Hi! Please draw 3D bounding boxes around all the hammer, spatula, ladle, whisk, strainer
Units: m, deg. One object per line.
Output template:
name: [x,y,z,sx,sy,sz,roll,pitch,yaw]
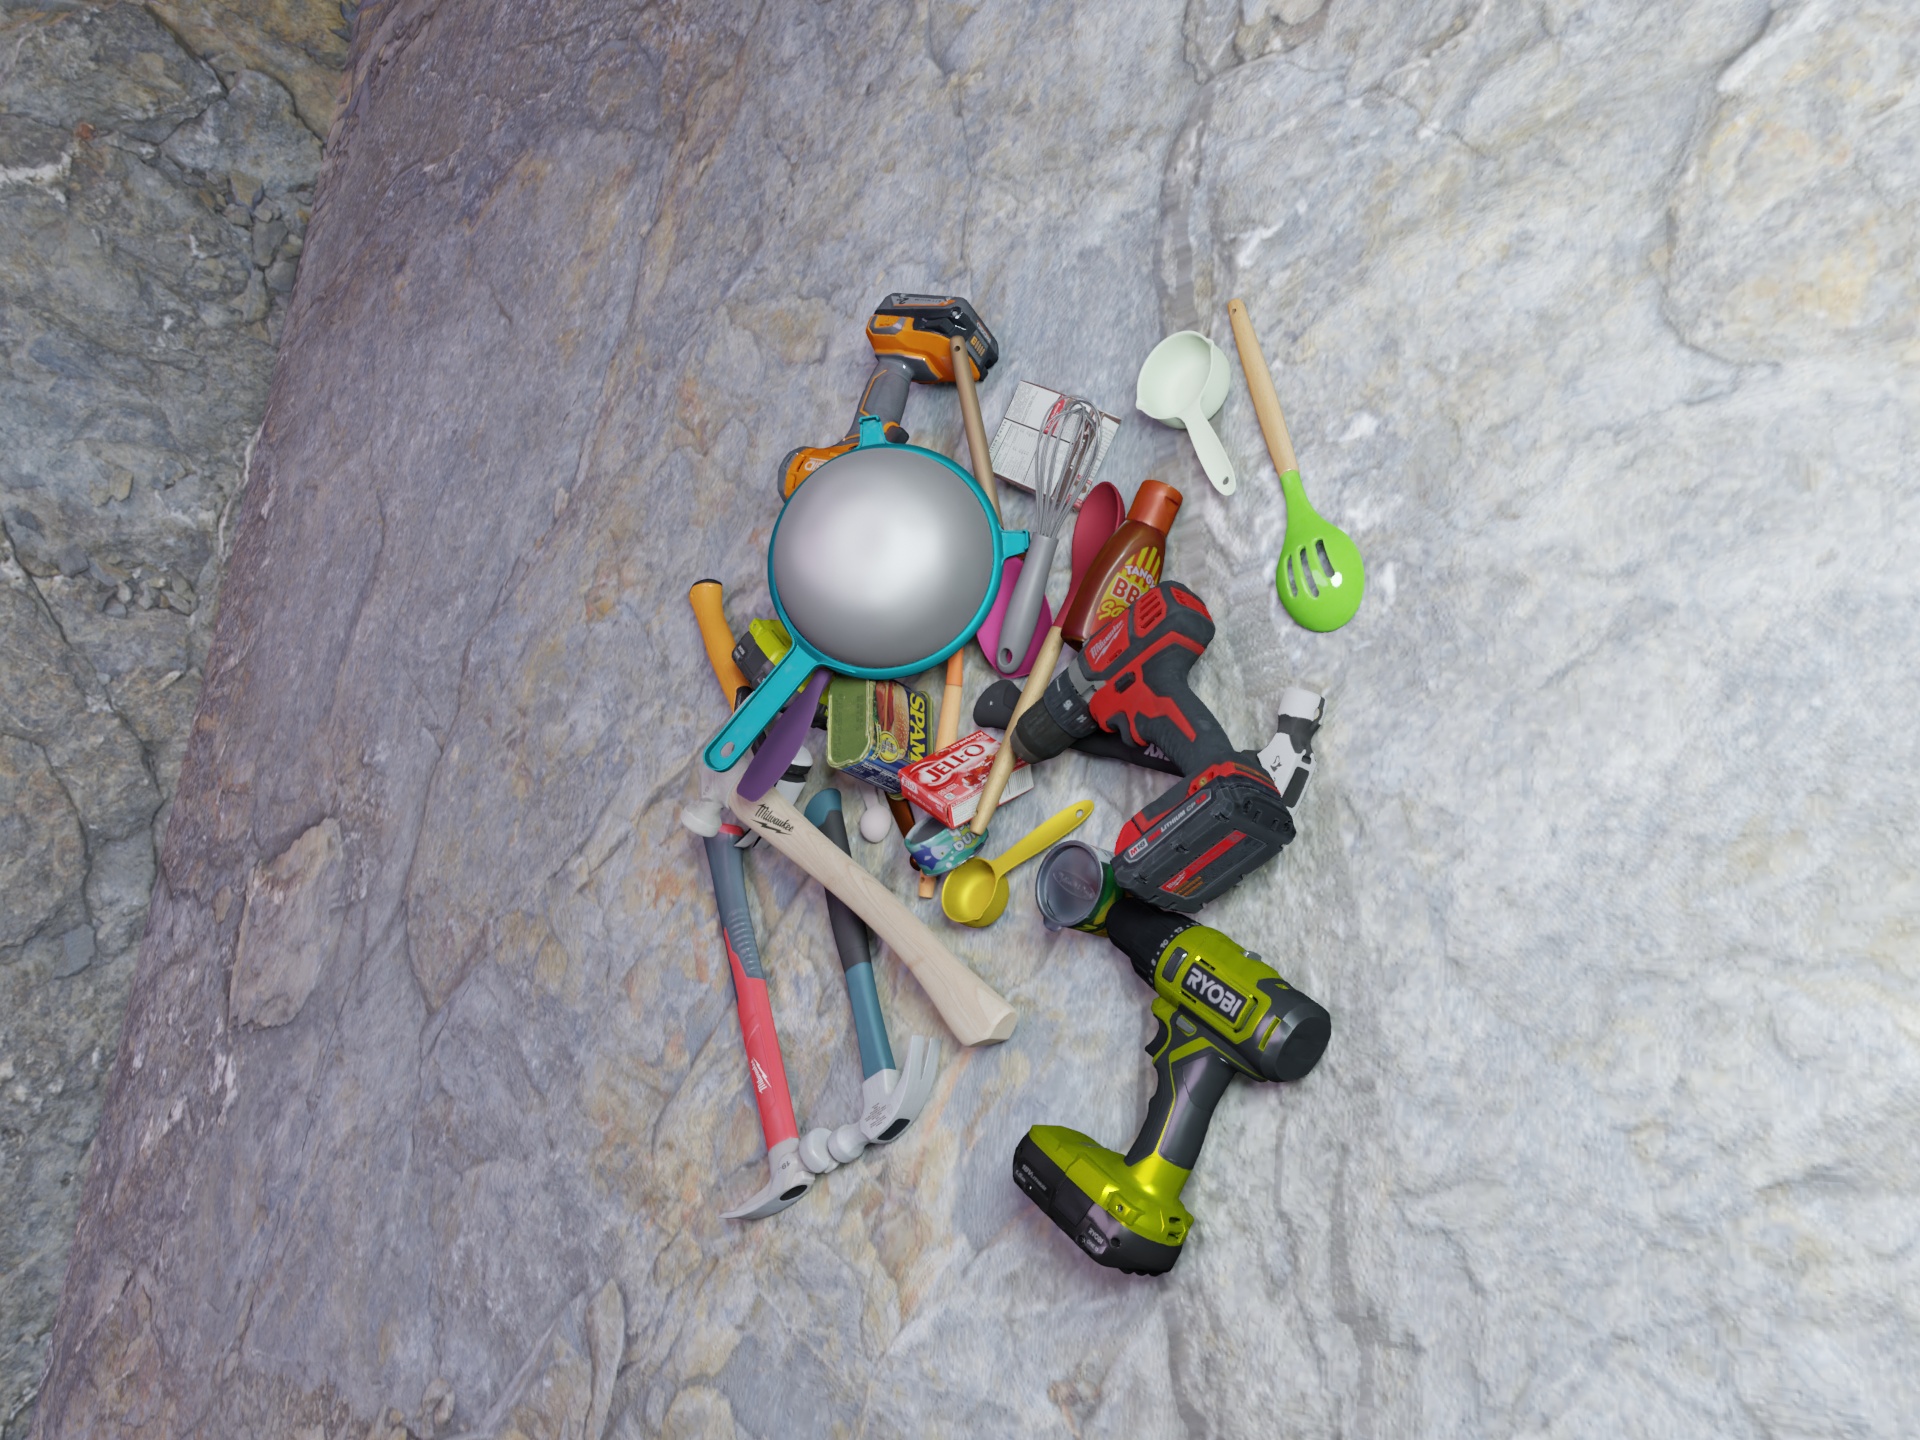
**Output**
hammer: [-0.094,0.208,1.402,0.128,0.033,0.331,-38,51,31]
spatula: [-0.002,-0.004,1.398,0.081,0.041,0.323,1,80,44]
hammer: [-0.205,0.266,1.491,0.143,0.038,0.387,-41,49,30]
hammer: [0.127,0.023,1.243,0.335,0.035,0.146,16,86,48]
spatula: [-0.105,-0.064,1.411,0.060,0.018,0.316,19,76,54]
ladle: [0.071,-0.051,1.295,0.069,0.031,0.315,-6,59,63]
whisk: [0.068,-0.153,1.327,0.055,0.055,0.239,28,106,47]
hammer: [-0.092,0.131,1.363,0.411,0.038,0.146,37,104,36]
hammer: [-0.228,-0.025,1.619,0.127,0.034,0.337,-59,39,31]
strainer: [-0.114,-0.096,1.342,0.211,0.095,0.340,39,88,13]

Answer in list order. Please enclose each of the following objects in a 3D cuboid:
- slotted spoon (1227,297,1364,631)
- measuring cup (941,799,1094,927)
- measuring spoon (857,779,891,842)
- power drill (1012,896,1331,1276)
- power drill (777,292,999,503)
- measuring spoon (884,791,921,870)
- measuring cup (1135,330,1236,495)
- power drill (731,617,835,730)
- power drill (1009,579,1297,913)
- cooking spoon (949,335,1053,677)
slotted spoon: [0.244,-0.206,1.218,0.070,0.031,0.314,-32,53,34]
measuring cup: [0.052,0.115,1.300,0.156,0.029,0.062,-37,46,16]
measuring spoon: [-0.091,0.058,1.467,0.034,0.018,0.124,-40,49,29]
power drill: [0.133,0.250,1.121,0.191,0.080,0.228,33,97,46]
power drill: [-0.056,-0.282,1.473,0.164,0.084,0.226,16,72,39]
measuring spoon: [-0.054,0.086,1.422,0.021,0.011,0.117,-44,48,25]
measuring cup: [0.196,-0.238,1.271,0.083,0.038,0.168,-38,53,30]
power drill: [-0.110,-0.109,1.510,0.223,0.080,0.171,-54,44,12]
power drill: [0.129,0.028,1.160,0.188,0.080,0.227,-41,45,27]
cooking spoon: [0.026,-0.191,1.392,0.069,0.017,0.319,-15,77,16]
